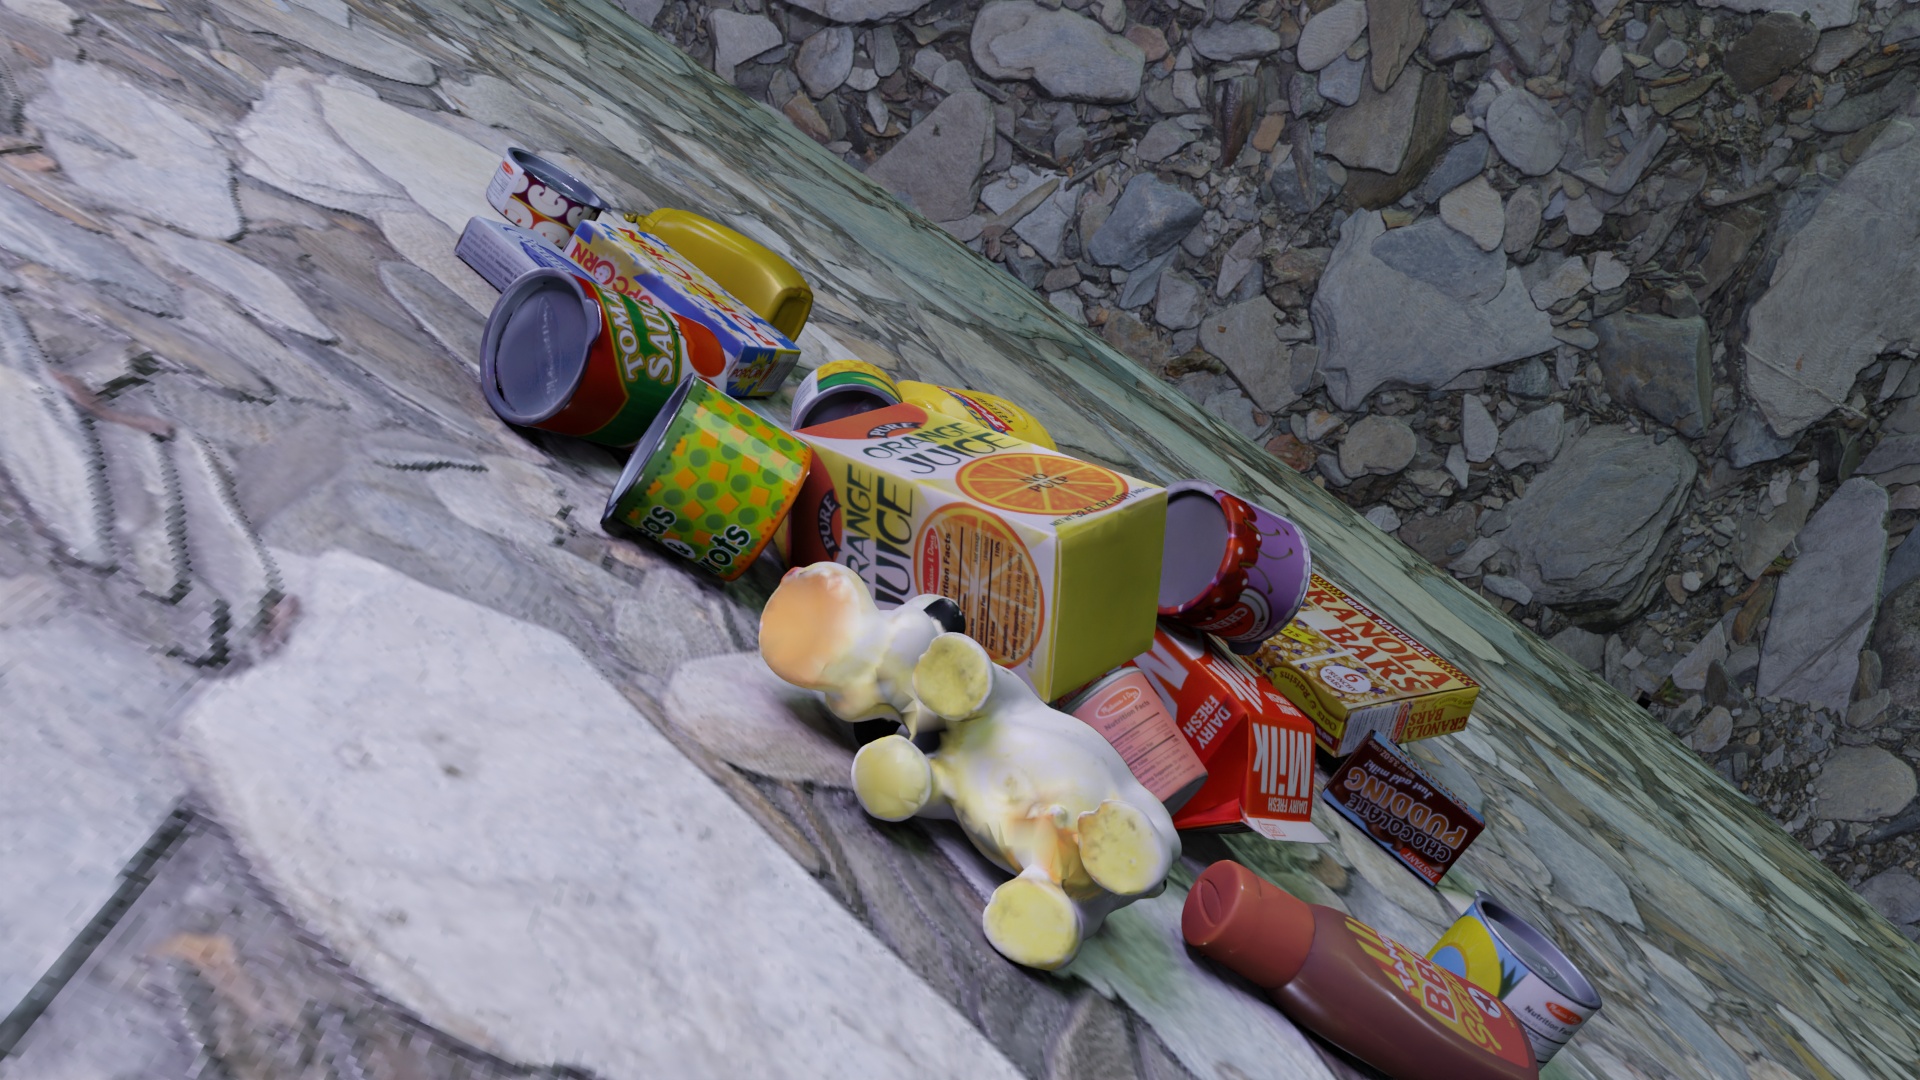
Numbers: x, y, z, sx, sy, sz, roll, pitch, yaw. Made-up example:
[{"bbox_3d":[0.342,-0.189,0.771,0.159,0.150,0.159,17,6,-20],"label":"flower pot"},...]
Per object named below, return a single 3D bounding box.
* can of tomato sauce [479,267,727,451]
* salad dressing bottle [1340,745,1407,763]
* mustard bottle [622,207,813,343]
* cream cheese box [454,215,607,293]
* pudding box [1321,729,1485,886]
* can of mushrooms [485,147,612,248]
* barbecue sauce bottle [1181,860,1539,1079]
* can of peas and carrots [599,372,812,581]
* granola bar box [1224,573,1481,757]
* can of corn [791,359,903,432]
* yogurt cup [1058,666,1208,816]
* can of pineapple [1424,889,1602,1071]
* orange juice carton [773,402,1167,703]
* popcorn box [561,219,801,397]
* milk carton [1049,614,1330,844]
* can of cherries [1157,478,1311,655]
[{"bbox_3d":[-0.151,-0.076,0.601,0.071,0.071,0.083,44,16,29],"label":"can of tomato sauce"},{"bbox_3d":[0.267,0.125,0.966,0.064,0.044,0.148,26,18,-20],"label":"salad dressing bottle"},{"bbox_3d":[-0.167,-0.181,0.915,0.160,0.065,0.049,38,18,25],"label":"mustard bottle"},{"bbox_3d":[-0.210,-0.129,0.728,0.104,0.024,0.053,39,14,14],"label":"cream cheese box"},{"bbox_3d":[0.265,0.160,0.835,0.084,0.049,0.030,40,13,15],"label":"pudding box"},{"bbox_3d":[-0.256,-0.211,0.865,0.071,0.033,0.071,33,14,-9],"label":"can of mushrooms"},{"bbox_3d":[0.156,0.176,0.550,0.148,0.043,0.065,31,16,-14],"label":"barbecue sauce bottle"},{"bbox_3d":[-0.102,-0.023,0.559,0.058,0.070,0.071,32,15,-17],"label":"can of peas and carrots"},{"bbox_3d":[0.249,0.079,0.950,0.124,0.039,0.166,-4,28,-31],"label":"granola bar box"},{"bbox_3d":[-0.059,-0.061,0.769,0.071,0.071,0.058,31,14,-18],"label":"can of corn"},{"bbox_3d":[0.064,0.093,0.569,0.054,0.072,0.072,50,18,21],"label":"yogurt cup"},{"bbox_3d":[0.240,0.203,0.625,0.071,0.057,0.071,33,14,-9],"label":"can of pineapple"},{"bbox_3d":[-0.012,-0.007,0.595,0.193,0.072,0.072,22,30,38],"label":"orange juice carton"},{"bbox_3d":[-0.165,-0.135,0.819,0.127,0.038,0.085,38,15,9],"label":"popcorn box"},{"bbox_3d":[0.097,0.077,0.670,0.072,0.073,0.191,17,24,-51],"label":"milk carton"},{"bbox_3d":[0.120,0.013,0.648,0.058,0.071,0.072,21,20,-38],"label":"can of cherries"}]
